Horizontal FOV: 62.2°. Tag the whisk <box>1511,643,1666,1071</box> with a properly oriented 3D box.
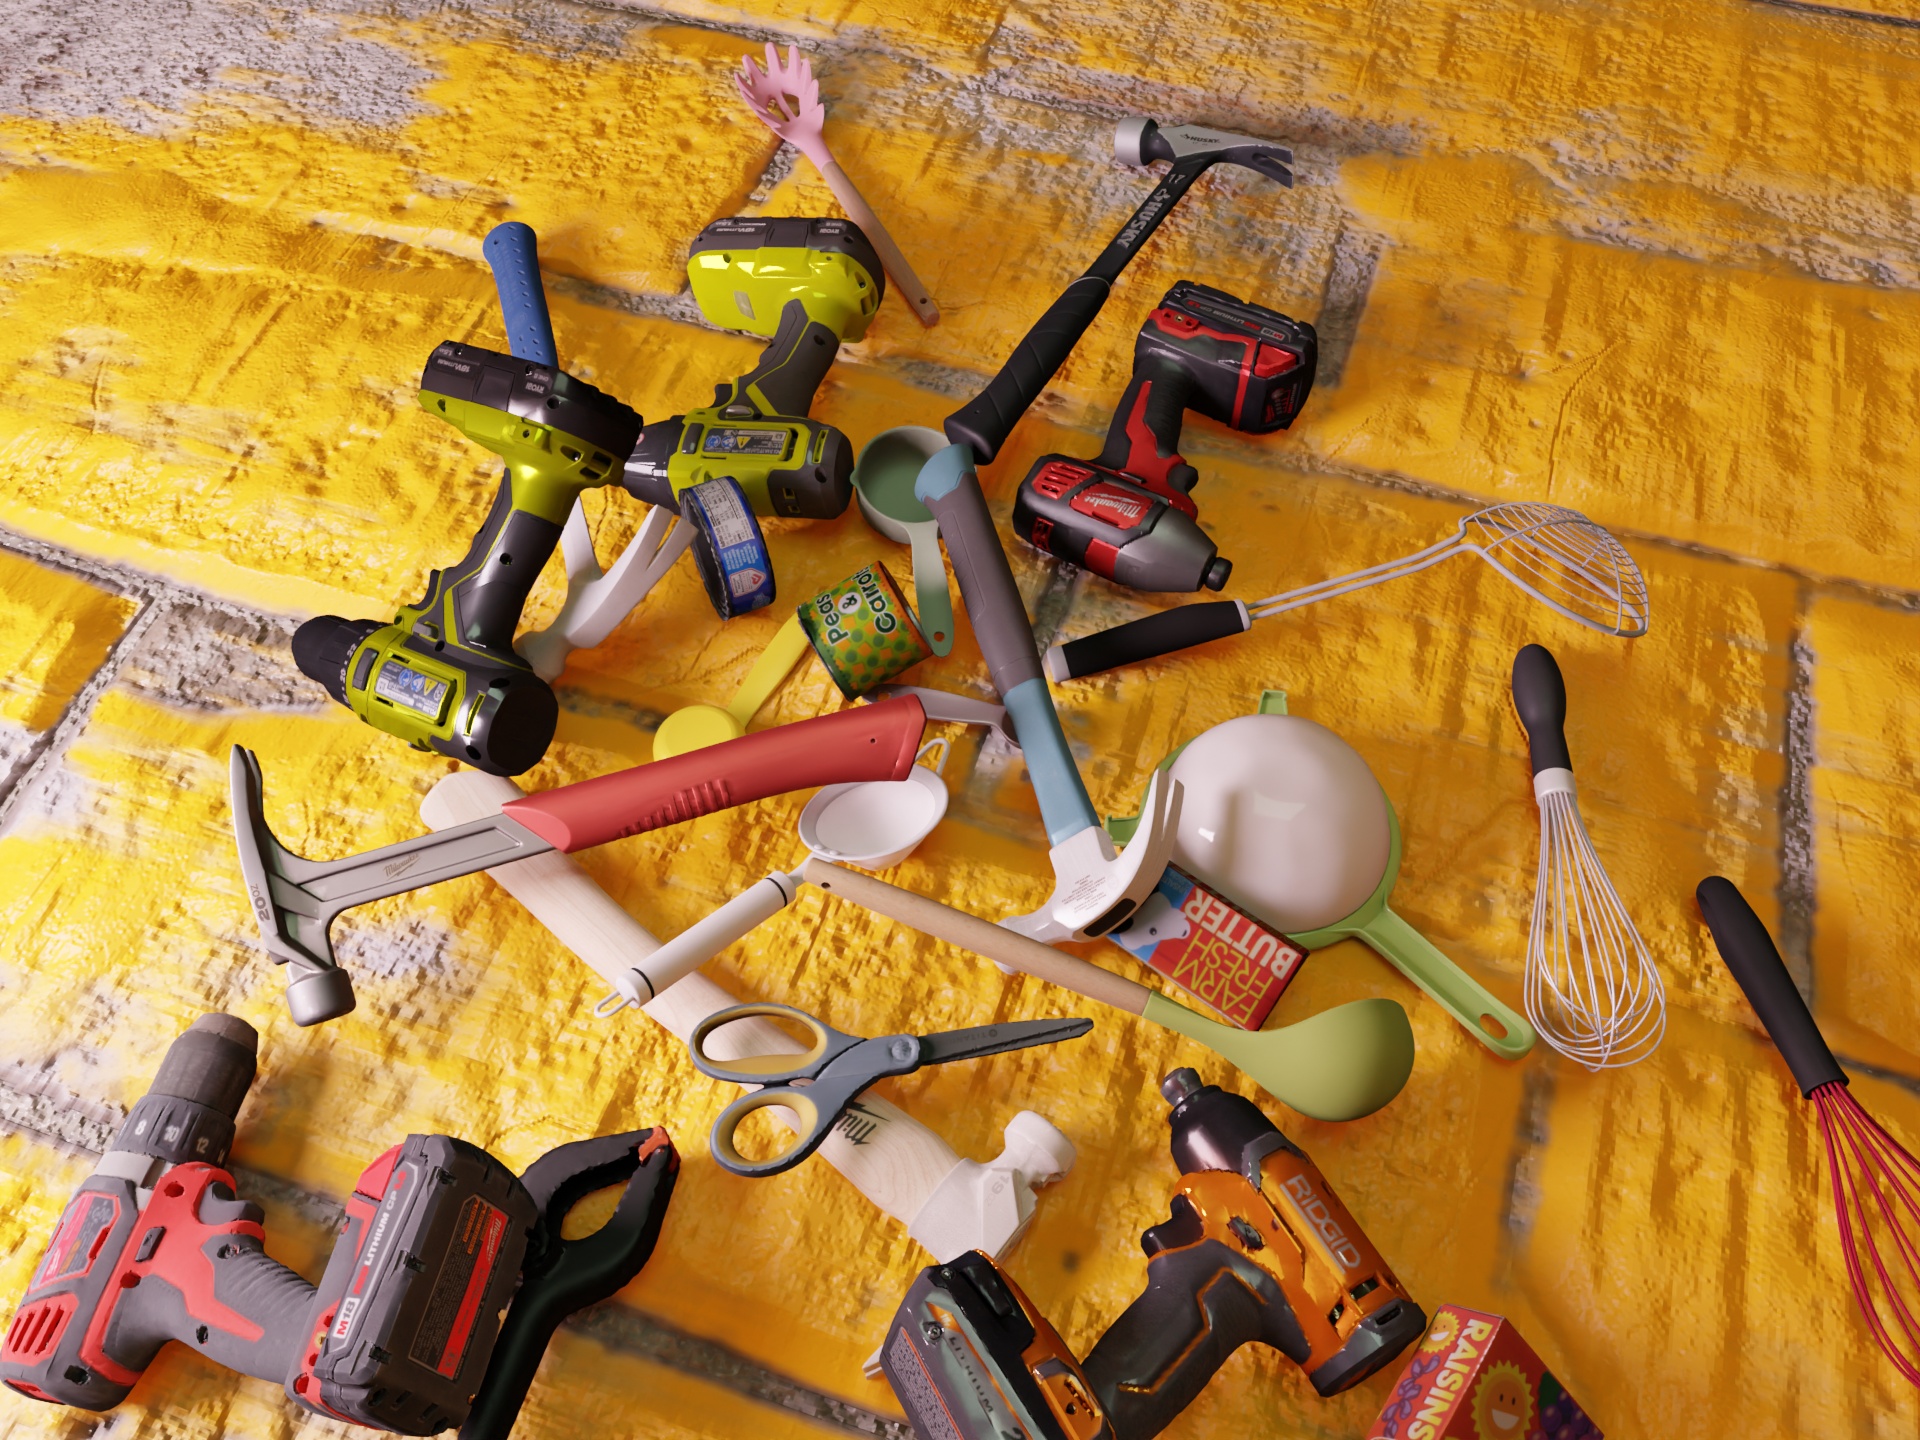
[{"bbox_3d":[0.336,0.065,0.888,0.070,0.070,0.285,4,51,3],"label":"whisk"}]

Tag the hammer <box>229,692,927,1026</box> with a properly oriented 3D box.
[{"bbox_3d":[-0.193,0.039,0.848,0.359,0.036,0.149,-16,84,-10],"label":"hammer"}]

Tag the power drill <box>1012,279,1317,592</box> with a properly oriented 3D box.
[{"bbox_3d":[0.144,-0.177,1.040,0.143,0.078,0.220,26,62,16],"label":"power drill"}]

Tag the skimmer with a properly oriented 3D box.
[{"bbox_3d":[0.237,-0.057,0.980,0.363,0.090,0.127,-15,34,2],"label":"skimmer"}]

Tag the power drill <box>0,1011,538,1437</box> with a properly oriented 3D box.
[{"bbox_3d":[-0.317,0.229,0.741,0.227,0.080,0.188,-1,54,20],"label":"power drill"}]

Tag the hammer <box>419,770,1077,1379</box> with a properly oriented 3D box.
[{"bbox_3d":[-0.145,0.158,0.835,0.411,0.038,0.146,34,64,21],"label":"hammer"}]

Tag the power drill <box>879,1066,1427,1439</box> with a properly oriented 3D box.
[{"bbox_3d":[0.081,0.259,0.725,0.226,0.084,0.164,-17,56,-28],"label":"power drill"}]

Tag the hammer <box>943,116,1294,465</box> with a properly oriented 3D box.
[{"bbox_3d":[0.103,-0.310,1.116,0.149,0.036,0.409,16,52,25],"label":"hammer"}]

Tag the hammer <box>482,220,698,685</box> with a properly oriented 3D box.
[{"bbox_3d":[-0.269,-0.207,1.055,0.144,0.035,0.406,-36,51,19],"label":"hammer"}]

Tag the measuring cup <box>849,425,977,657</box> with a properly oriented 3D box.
[{"bbox_3d":[-0.025,-0.110,1.020,0.083,0.038,0.168,-6,68,-7],"label":"measuring cup"}]

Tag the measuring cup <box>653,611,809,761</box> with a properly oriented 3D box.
[{"bbox_3d":[-0.129,-0.020,0.957,0.062,0.029,0.157,24,61,15],"label":"measuring cup"}]

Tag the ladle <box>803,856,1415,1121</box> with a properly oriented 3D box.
[{"bbox_3d":[0.073,0.124,0.809,0.320,0.078,0.062,21,46,8],"label":"ladle"}]

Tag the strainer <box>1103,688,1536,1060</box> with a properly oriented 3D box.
[{"bbox_3d":[0.211,0.081,0.866,0.151,0.069,0.257,-36,62,-22],"label":"strainer"}]

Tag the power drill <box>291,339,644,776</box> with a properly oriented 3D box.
[{"bbox_3d":[-0.294,-0.097,0.930,0.191,0.080,0.228,19,88,29],"label":"power drill"}]

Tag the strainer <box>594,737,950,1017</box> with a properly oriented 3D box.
[{"bbox_3d":[-0.092,0.088,0.851,0.087,0.050,0.258,17,38,40],"label":"strainer"}]

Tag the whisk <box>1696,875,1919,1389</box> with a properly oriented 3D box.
[{"bbox_3d":[0.443,0.202,0.795,0.073,0.073,0.296,-9,52,-6],"label":"whisk"}]

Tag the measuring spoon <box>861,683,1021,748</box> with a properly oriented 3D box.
[{"bbox_3d":[-0.002,-0.003,0.960,0.124,0.018,0.034,11,56,15],"label":"measuring spoon"}]

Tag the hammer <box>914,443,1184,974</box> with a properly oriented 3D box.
[{"bbox_3d":[0.032,-0.027,0.919,0.128,0.033,0.331,-30,57,20],"label":"hammer"}]

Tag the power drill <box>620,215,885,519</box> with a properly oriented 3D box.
[{"bbox_3d":[-0.144,-0.235,1.076,0.171,0.080,0.223,4,59,11],"label":"power drill"}]

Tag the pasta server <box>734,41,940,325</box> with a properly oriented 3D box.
[{"bbox_3d":[-0.091,-0.412,1.219,0.060,0.040,0.316,-28,61,-4],"label":"pasta server"}]
